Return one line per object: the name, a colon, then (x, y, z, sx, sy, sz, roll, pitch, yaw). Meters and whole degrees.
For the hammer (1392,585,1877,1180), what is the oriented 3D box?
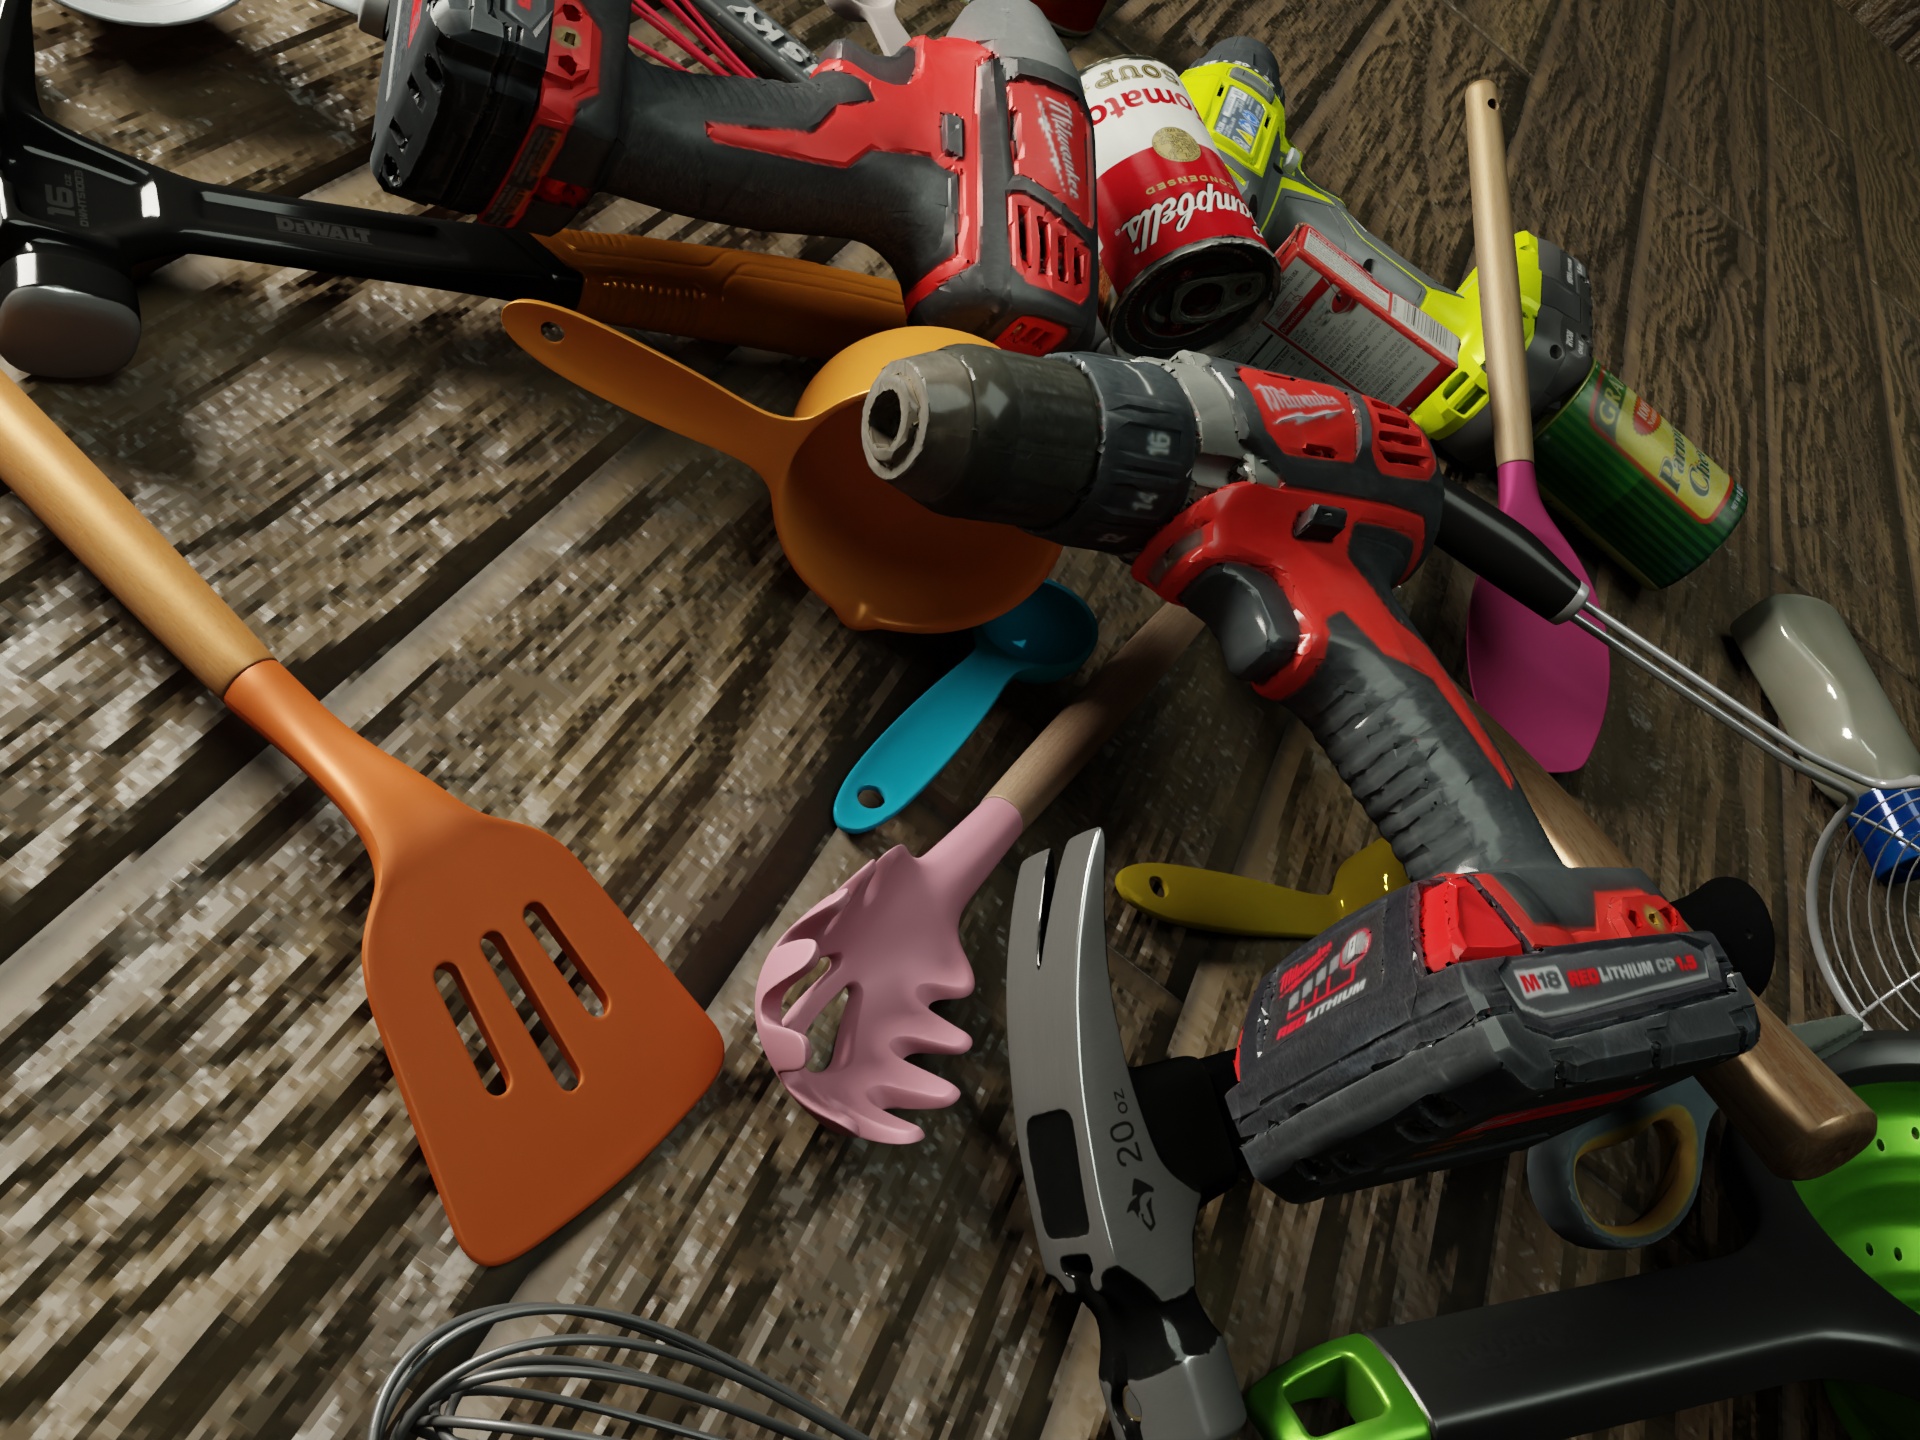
hammer: (0.162, 0.005, 0.517, 0.130, 0.031, 0.332, 7, 36, -34)

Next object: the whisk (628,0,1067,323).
whisk: (-0.080, -0.218, 0.555, 0.295, 0.073, 0.073, 28, 45, -12)

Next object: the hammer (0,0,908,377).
hammer: (-0.117, -0.146, 0.507, 0.336, 0.034, 0.127, 0, 58, -36)

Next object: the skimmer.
skimmer: (0.277, 0.008, 0.615, 0.363, 0.127, 0.090, 35, 61, 1)

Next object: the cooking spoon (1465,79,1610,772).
cooking spoon: (0.238, -0.134, 0.689, 0.068, 0.017, 0.319, 3, 77, -15)

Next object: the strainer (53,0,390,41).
strainer: (-0.188, -0.222, 0.492, 0.258, 0.050, 0.087, 17, 72, -18)

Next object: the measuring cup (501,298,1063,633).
measuring cup: (-0.048, -0.093, 0.476, 0.173, 0.095, 0.052, 24, 37, -15)

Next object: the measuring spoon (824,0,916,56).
measuring spoon: (-0.023, -0.252, 0.627, 0.034, 0.018, 0.124, -21, 79, -40)

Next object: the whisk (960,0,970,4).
whisk: (-0.050, -0.375, 0.703, 0.059, 0.058, 0.246, 20, 15, 35)

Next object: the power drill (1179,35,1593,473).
power drill: (0.191, -0.238, 0.776, 0.228, 0.080, 0.191, 31, 45, -8)

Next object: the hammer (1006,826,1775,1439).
hammer: (0.152, 0.087, 0.483, 0.334, 0.035, 0.146, -7, 75, -37)

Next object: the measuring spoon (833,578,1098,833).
measuring spoon: (-0.001, -0.002, 0.493, 0.042, 0.021, 0.129, 32, 50, 13)

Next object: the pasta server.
pasta server: (0.031, 0.015, 0.483, 0.316, 0.040, 0.060, -44, 111, -49)

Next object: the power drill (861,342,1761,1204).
power drill: (0.080, -0.003, 0.405, 0.187, 0.080, 0.227, 2, 57, -37)

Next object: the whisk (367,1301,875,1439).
whisk: (-0.006, 0.166, 0.330, 0.238, 0.055, 0.055, 23, 46, -26)

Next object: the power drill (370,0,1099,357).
power drill: (-0.054, -0.194, 0.485, 0.219, 0.078, 0.143, 11, 70, -30)

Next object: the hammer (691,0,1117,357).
hammer: (-0.002, -0.209, 0.641, 0.409, 0.036, 0.149, 39, 44, -4)

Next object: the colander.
colander: (0.262, 0.197, 0.471, 0.397, 0.094, 0.205, -4, 24, -18)

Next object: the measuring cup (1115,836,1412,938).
measuring cup: (0.118, 0.057, 0.517, 0.156, 0.029, 0.062, 11, 51, -33)

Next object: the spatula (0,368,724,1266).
spatula: (-0.182, -0.020, 0.368, 0.323, 0.041, 0.081, 44, 43, 8)
